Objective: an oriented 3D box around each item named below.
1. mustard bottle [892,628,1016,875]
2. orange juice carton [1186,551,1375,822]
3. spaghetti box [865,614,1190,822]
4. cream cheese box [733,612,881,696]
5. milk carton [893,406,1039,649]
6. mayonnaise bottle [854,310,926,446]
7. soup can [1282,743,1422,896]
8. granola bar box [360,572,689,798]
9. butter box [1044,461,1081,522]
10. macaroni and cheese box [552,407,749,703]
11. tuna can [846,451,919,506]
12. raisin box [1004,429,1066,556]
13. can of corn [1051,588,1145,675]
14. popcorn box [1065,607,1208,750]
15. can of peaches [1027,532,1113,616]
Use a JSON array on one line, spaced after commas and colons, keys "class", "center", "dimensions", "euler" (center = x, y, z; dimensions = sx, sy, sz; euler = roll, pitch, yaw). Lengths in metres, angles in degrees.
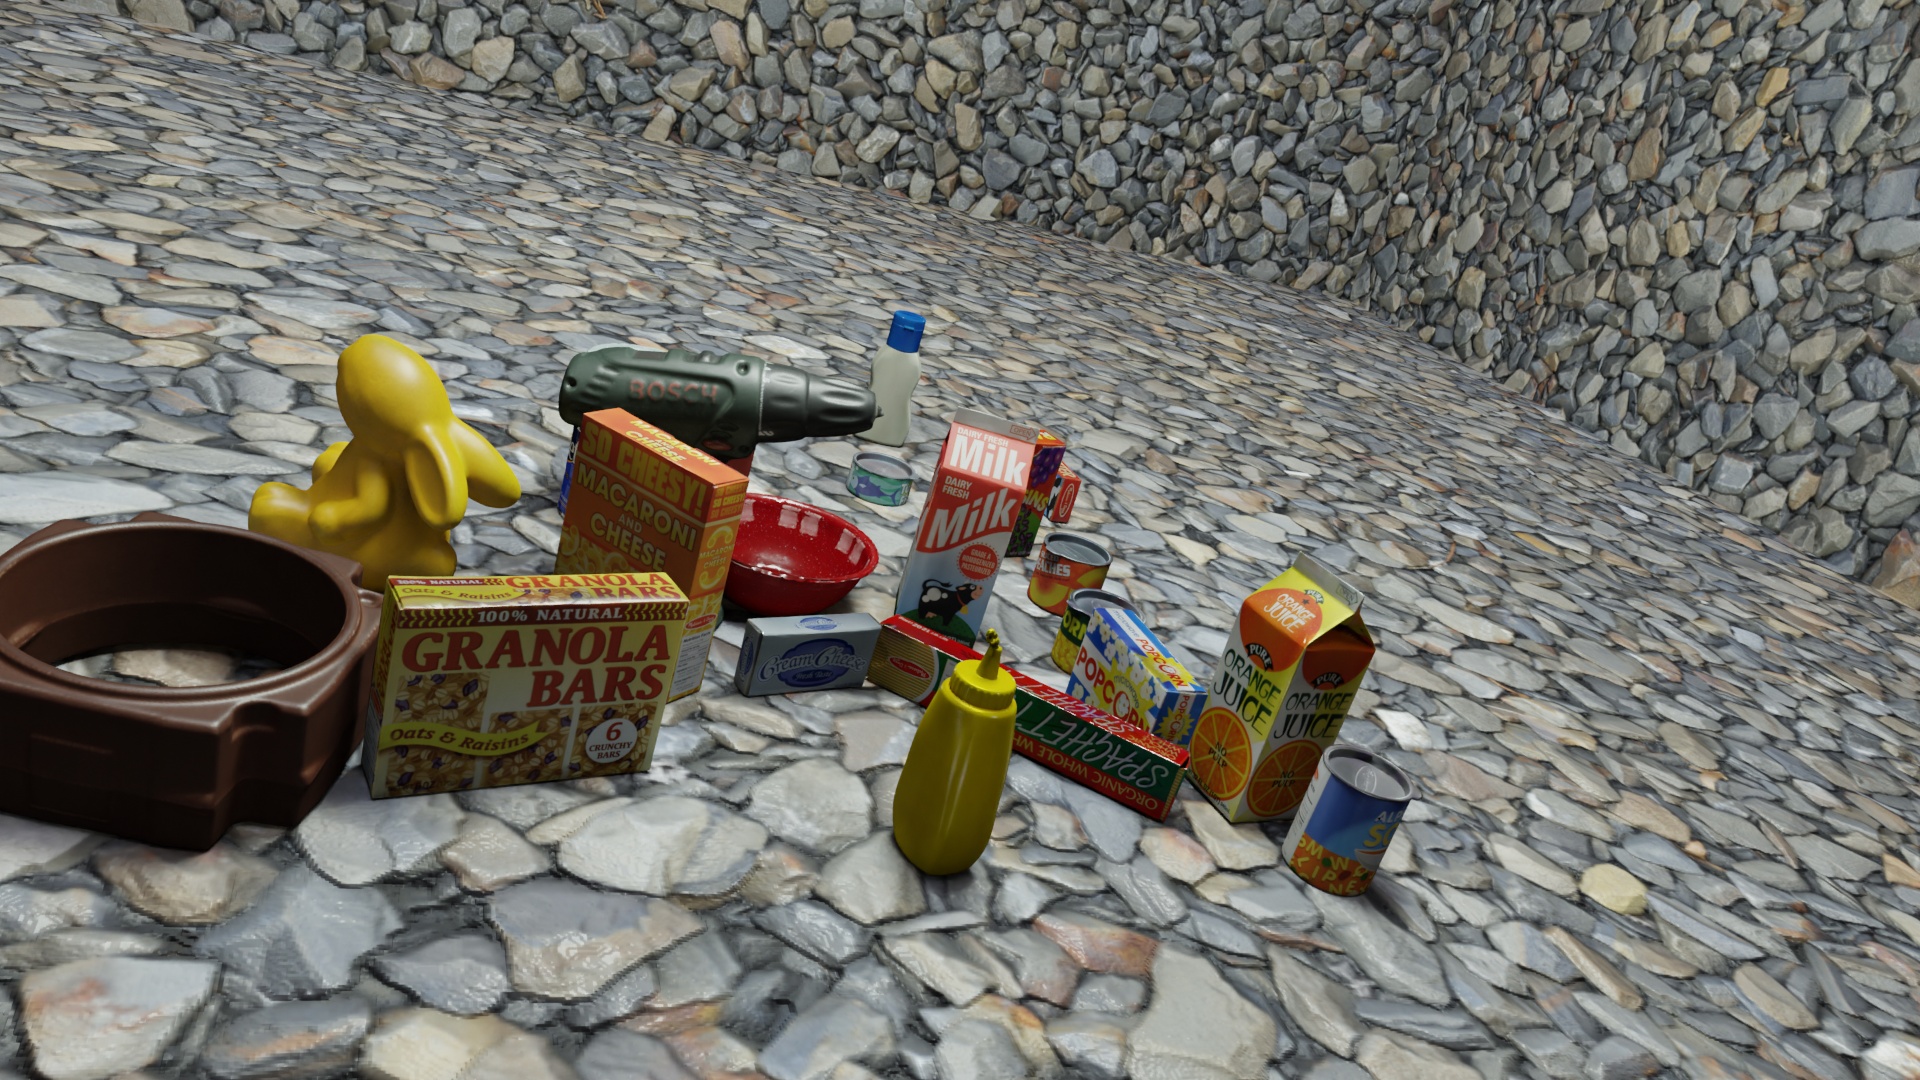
[{"class": "mustard bottle", "center": [0.003, 0.125, 0.845], "dimensions": [0.049, 0.159, 0.065], "euler": [1, 26, -36]}, {"class": "orange juice carton", "center": [0.237, 0.107, 1.019], "dimensions": [0.073, 0.191, 0.072], "euler": [4, 25, -31]}, {"class": "spaghetti box", "center": [0.047, 0.128, 1.020], "dimensions": [0.250, 0.050, 0.029], "euler": [24, 22, 17]}, {"class": "cream cheese box", "center": [-0.110, 0.082, 1.009], "dimensions": [0.104, 0.053, 0.024], "euler": [-1, 27, -38]}, {"class": "milk carton", "center": [0.004, -0.014, 1.143], "dimensions": [0.072, 0.189, 0.074], "euler": [15, 21, -5]}, {"class": "mayonnaise bottle", "center": [-0.074, -0.181, 1.545], "dimensions": [0.065, 0.147, 0.041], "euler": [13, 21, -10]}, {"class": "soup can", "center": [0.274, 0.198, 0.976], "dimensions": [0.071, 0.083, 0.071], "euler": [15, 21, -6]}, {"class": "granola bar box", "center": [-0.253, 0.081, 0.810], "dimensions": [0.166, 0.123, 0.039], "euler": [0, 27, -36]}, {"class": "butter box", "center": [0.096, -0.065, 1.520], "dimensions": [0.024, 0.053, 0.104], "euler": [7, 24, -24]}, {"class": "macaroni and cheese box", "center": [-0.218, 0.009, 0.953], "dimensions": [0.124, 0.165, 0.040], "euler": [27, 23, 24]}, {"class": "tuna can", "center": [-0.079, -0.062, 1.410], "dimensions": [0.071, 0.032, 0.071], "euler": [15, 22, -6]}, {"class": "raisin box", "center": [0.043, -0.045, 1.338], "dimensions": [0.086, 0.123, 0.040], "euler": [-1, 28, -39]}, {"class": "can of corn", "center": [0.113, 0.081, 1.174], "dimensions": [0.071, 0.058, 0.071], "euler": [15, 21, -6]}, {"class": "popcorn box", "center": [0.131, 0.118, 1.061], "dimensions": [0.038, 0.085, 0.127], "euler": [7, 24, -25]}, {"class": "can of peaches", "center": [0.098, 0.032, 1.280], "dimensions": [0.071, 0.057, 0.071], "euler": [15, 21, -6]}]
